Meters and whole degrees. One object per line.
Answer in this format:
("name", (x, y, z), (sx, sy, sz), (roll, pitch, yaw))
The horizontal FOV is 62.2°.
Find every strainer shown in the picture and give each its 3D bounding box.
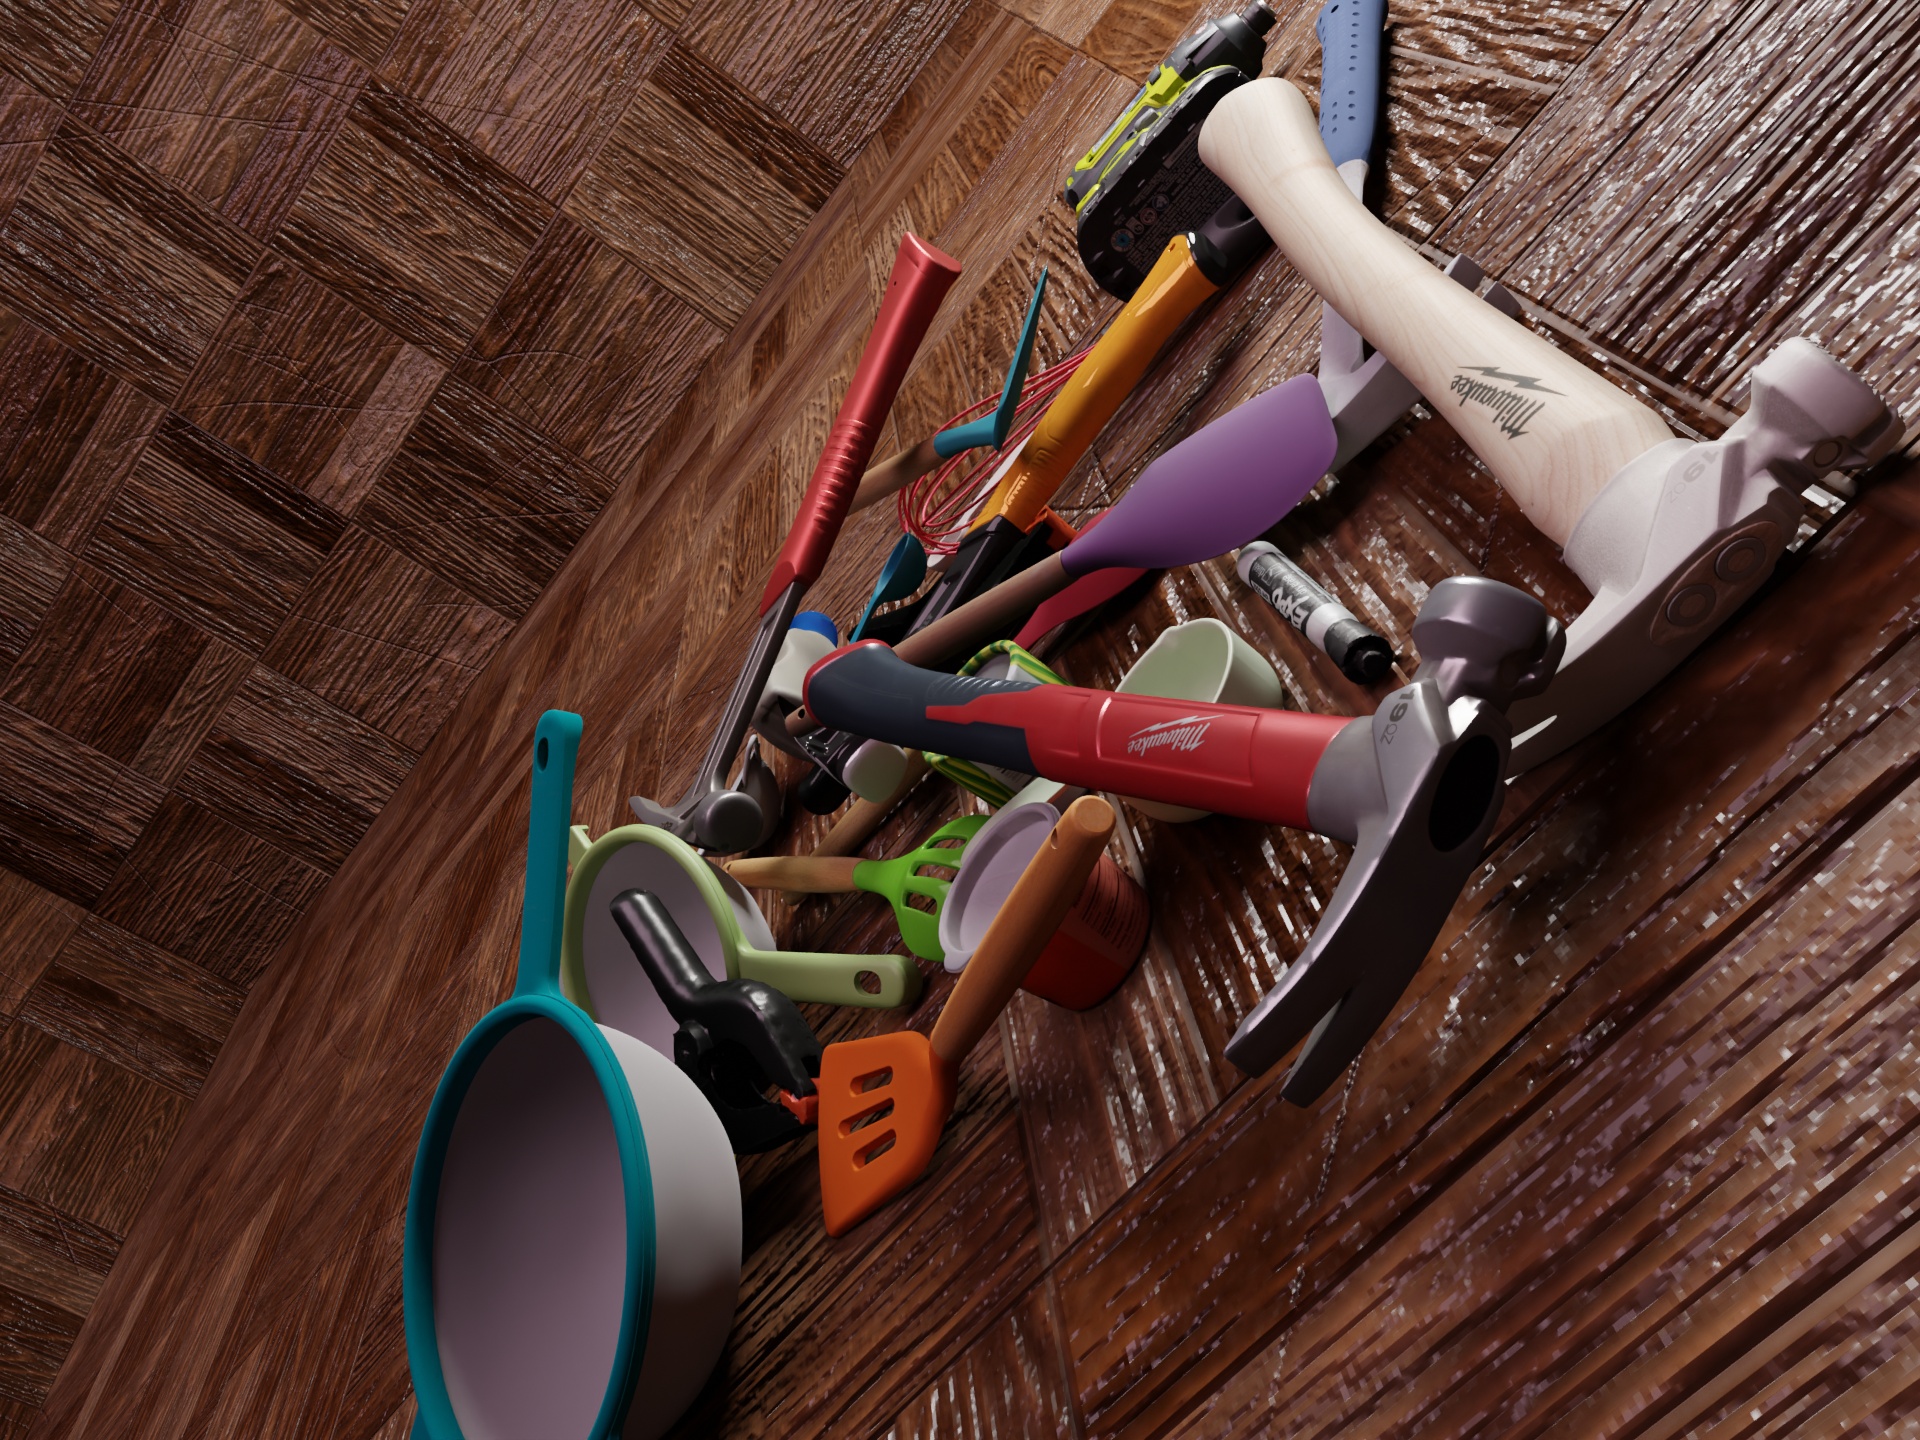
("strainer", (-0.157, 0.166, 0.710), (0.211, 0.095, 0.340), (-18, 67, 46))
("strainer", (-0.102, 0.122, 0.802), (0.256, 0.069, 0.151), (-5, 91, 41))
("strainer", (-0.174, 0.093, 1.043), (0.258, 0.050, 0.087), (-45, 16, 41))

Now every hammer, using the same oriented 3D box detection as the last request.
("hammer", (0.025, 0.017, 0.562), (0.143, 0.038, 0.386), (-59, 27, -12))
("hammer", (0.155, -0.147, 0.586), (0.146, 0.038, 0.411), (-49, 31, 23))
("hammer", (0.190, -0.257, 0.764), (0.144, 0.035, 0.406), (-38, 27, 41))
("hammer", (-0.085, -0.100, 0.879), (0.149, 0.036, 0.359), (6, 73, 64))
("hammer", (0.026, -0.113, 0.828), (0.337, 0.034, 0.127), (-54, 27, -1))

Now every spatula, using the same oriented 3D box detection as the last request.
("spatula", (0.030, -0.056, 0.711), (0.316, 0.018, 0.060), (-28, 60, 35))
("spatula", (-0.030, -0.153, 0.889), (0.317, 0.044, 0.082), (-16, 54, 59))
("spatula", (-0.007, 0.102, 0.541), (0.322, 0.041, 0.081), (113, 156, -58))

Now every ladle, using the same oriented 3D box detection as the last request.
("ladle", (-0.001, -0.003, 0.825), (0.315, 0.031, 0.069), (-47, 20, 27))

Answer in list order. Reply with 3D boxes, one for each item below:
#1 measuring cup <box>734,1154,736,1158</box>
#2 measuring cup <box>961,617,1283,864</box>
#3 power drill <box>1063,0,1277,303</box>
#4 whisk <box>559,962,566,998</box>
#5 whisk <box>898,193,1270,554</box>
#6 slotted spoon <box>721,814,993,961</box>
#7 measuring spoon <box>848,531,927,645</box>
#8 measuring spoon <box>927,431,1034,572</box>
("measuring cup", (-0.165, 0.235, 0.820), (0.156, 0.029, 0.062), (-23, 38, 52))
("measuring cup", (0.061, 0.025, 0.629), (0.167, 0.038, 0.083), (-40, 26, 40))
("power drill", (0.136, -0.353, 0.973), (0.171, 0.080, 0.223), (-45, 20, 27))
("whisk", (-0.289, 0.224, 1.098), (0.055, 0.055, 0.239), (-44, 19, 30))
("whisk", (0.075, -0.199, 0.907), (0.296, 0.073, 0.073), (-42, 24, 19))
("slotted spoon", (-0.060, 0.080, 0.803), (0.314, 0.031, 0.070), (-8, 56, 60))
("measuring spoon", (-0.050, -0.046, 0.908), (0.128, 0.021, 0.042), (-64, 13, 6))
("measuring spoon", (0.023, -0.139, 0.996), (0.124, 0.018, 0.034), (-53, 18, -11))
